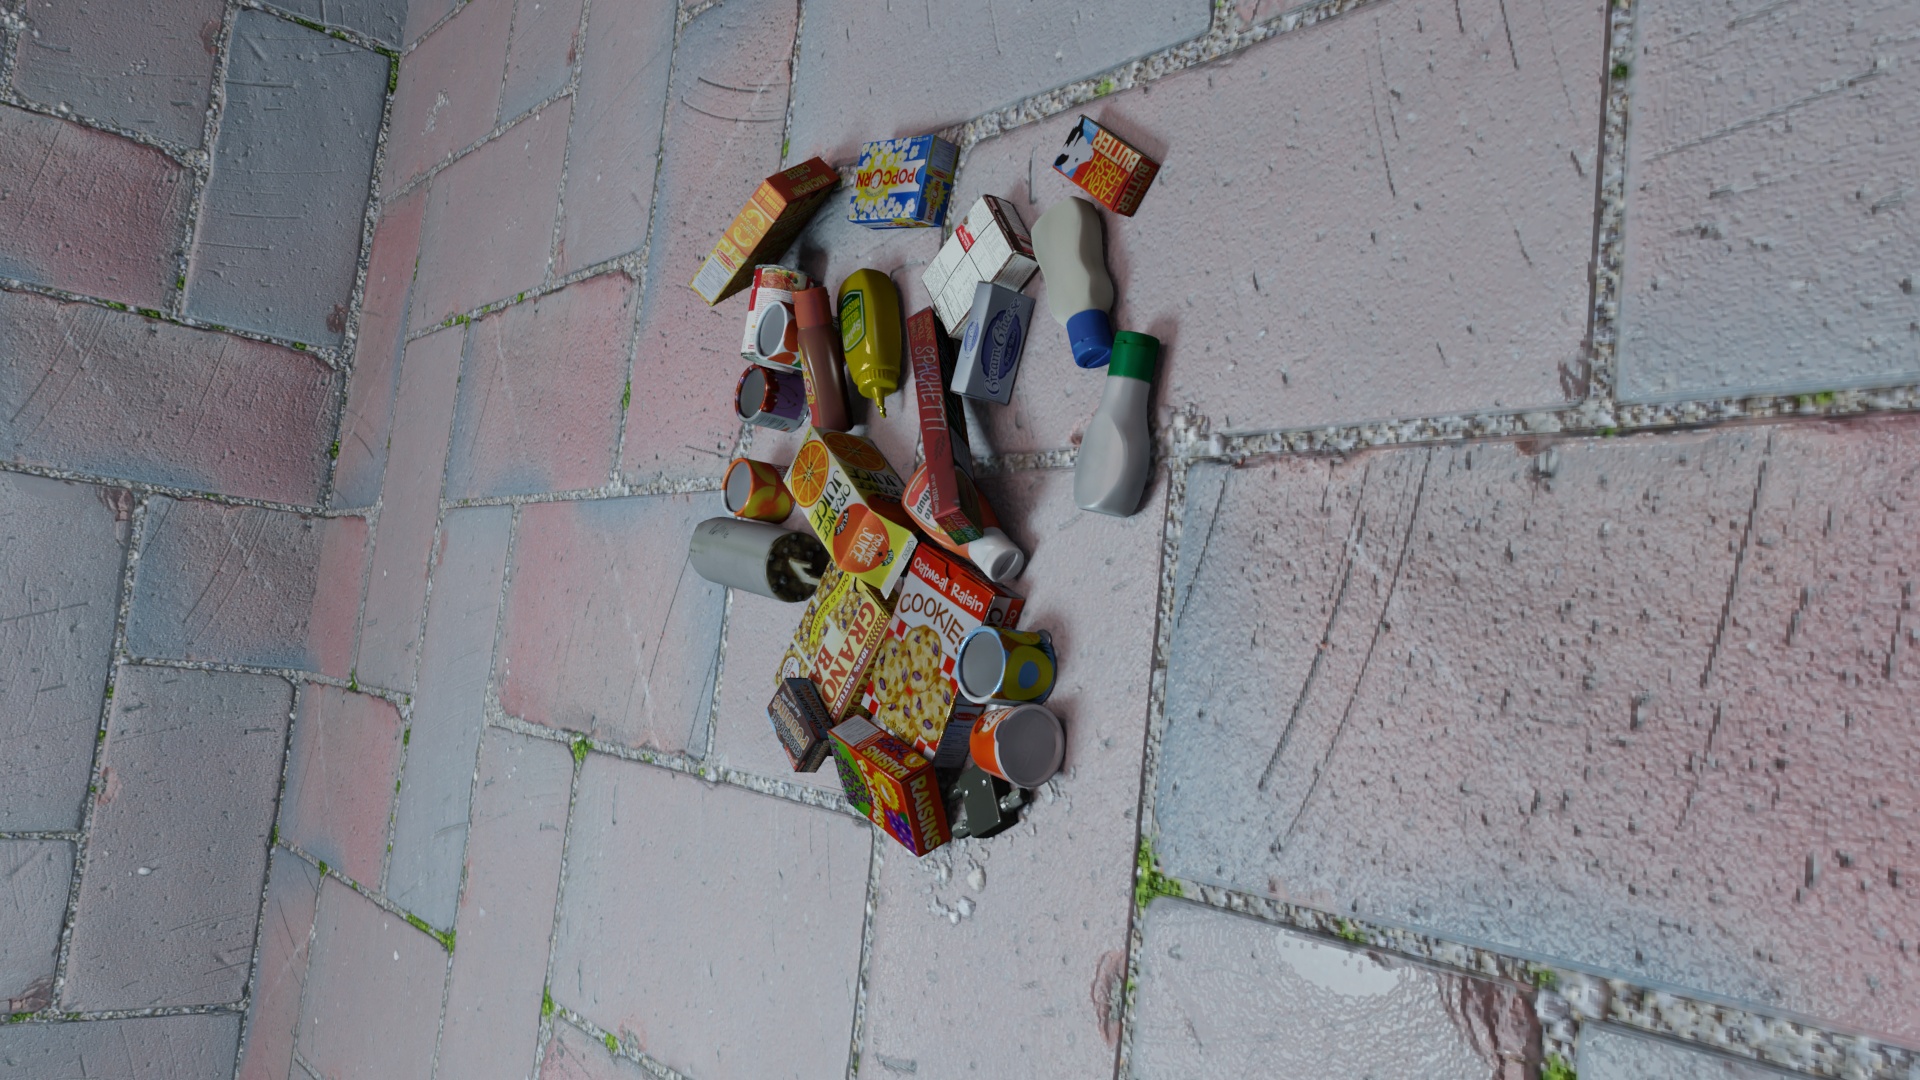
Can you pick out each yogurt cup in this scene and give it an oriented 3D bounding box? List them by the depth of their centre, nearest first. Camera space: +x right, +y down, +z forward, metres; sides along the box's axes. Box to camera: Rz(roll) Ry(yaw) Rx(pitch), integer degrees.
[{"bbox_3d":[0.044,0.168,1.148,0.054,0.072,0.072,-6,76,58],"label":"yogurt cup"}]

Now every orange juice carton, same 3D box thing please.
[{"bbox_3d":[-0.096,-0.028,1.353,0.071,0.073,0.193,-60,42,23],"label":"orange juice carton"}]

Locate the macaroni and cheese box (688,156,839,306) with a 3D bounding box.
[{"bbox_3d":[-0.217,-0.344,1.545,0.040,0.124,0.165,45,125,-2],"label":"macaroni and cheese box"}]

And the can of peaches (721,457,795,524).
[{"bbox_3d":[-0.221,-0.057,1.524,0.071,0.058,0.071,-15,70,48],"label":"can of peaches"}]

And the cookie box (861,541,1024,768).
[{"bbox_3d":[-0.019,0.102,1.257,0.123,0.040,0.167,32,106,49],"label":"cookie box"}]

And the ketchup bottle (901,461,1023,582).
[{"bbox_3d":[0.004,-0.016,1.254,0.064,0.043,0.149,-56,44,12],"label":"ketchup bottle"}]

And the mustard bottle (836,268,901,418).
[{"bbox_3d":[-0.089,-0.196,1.406,0.065,0.049,0.161,-35,55,45],"label":"mustard bottle"}]

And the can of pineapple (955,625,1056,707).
[{"bbox_3d":[0.038,0.105,1.173,0.071,0.058,0.071,-15,69,48],"label":"can of pineapple"}]

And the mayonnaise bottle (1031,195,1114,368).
[{"bbox_3d":[0.101,-0.219,1.191,0.064,0.041,0.148,-34,58,43],"label":"mayonnaise bottle"}]

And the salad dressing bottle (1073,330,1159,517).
[{"bbox_3d":[0.129,-0.094,1.124,0.064,0.044,0.147,10,88,53],"label":"salad dressing bottle"}]

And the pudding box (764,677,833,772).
[{"bbox_3d":[-0.154,0.179,1.347,0.049,0.030,0.084,-57,45,26],"label":"pudding box"}]

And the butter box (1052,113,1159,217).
[{"bbox_3d":[0.124,-0.324,1.200,0.053,0.024,0.104,-60,43,21],"label":"butter box"}]

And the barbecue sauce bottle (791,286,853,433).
[{"bbox_3d":[-0.142,-0.184,1.426,0.065,0.044,0.148,-141,42,-73],"label":"barbecue sauce bottle"}]

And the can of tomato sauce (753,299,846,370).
[{"bbox_3d":[-0.168,-0.216,1.478,0.071,0.083,0.071,-14,71,48],"label":"can of tomato sauce"}]

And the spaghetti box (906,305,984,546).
[{"bbox_3d":[-0.015,-0.108,1.261,0.028,0.050,0.251,-21,51,16],"label":"spaghetti box"}]

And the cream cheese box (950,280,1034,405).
[{"bbox_3d":[0.029,-0.178,1.256,0.024,0.053,0.103,20,97,53],"label":"cream cheese box"}]

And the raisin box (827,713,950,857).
[{"bbox_3d":[-0.065,0.220,1.257,0.123,0.040,0.085,24,133,50],"label":"raisin box"}]

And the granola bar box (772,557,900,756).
[{"bbox_3d":[-0.117,0.112,1.373,0.124,0.039,0.165,47,117,45],"label":"granola bar box"}]

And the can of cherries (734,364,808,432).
[{"bbox_3d":[-0.208,-0.159,1.533,0.071,0.058,0.071,-14,71,48],"label":"can of cherries"}]

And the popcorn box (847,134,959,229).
[{"bbox_3d":[-0.061,-0.365,1.421,0.127,0.038,0.085,14,91,51],"label":"popcorn box"}]
